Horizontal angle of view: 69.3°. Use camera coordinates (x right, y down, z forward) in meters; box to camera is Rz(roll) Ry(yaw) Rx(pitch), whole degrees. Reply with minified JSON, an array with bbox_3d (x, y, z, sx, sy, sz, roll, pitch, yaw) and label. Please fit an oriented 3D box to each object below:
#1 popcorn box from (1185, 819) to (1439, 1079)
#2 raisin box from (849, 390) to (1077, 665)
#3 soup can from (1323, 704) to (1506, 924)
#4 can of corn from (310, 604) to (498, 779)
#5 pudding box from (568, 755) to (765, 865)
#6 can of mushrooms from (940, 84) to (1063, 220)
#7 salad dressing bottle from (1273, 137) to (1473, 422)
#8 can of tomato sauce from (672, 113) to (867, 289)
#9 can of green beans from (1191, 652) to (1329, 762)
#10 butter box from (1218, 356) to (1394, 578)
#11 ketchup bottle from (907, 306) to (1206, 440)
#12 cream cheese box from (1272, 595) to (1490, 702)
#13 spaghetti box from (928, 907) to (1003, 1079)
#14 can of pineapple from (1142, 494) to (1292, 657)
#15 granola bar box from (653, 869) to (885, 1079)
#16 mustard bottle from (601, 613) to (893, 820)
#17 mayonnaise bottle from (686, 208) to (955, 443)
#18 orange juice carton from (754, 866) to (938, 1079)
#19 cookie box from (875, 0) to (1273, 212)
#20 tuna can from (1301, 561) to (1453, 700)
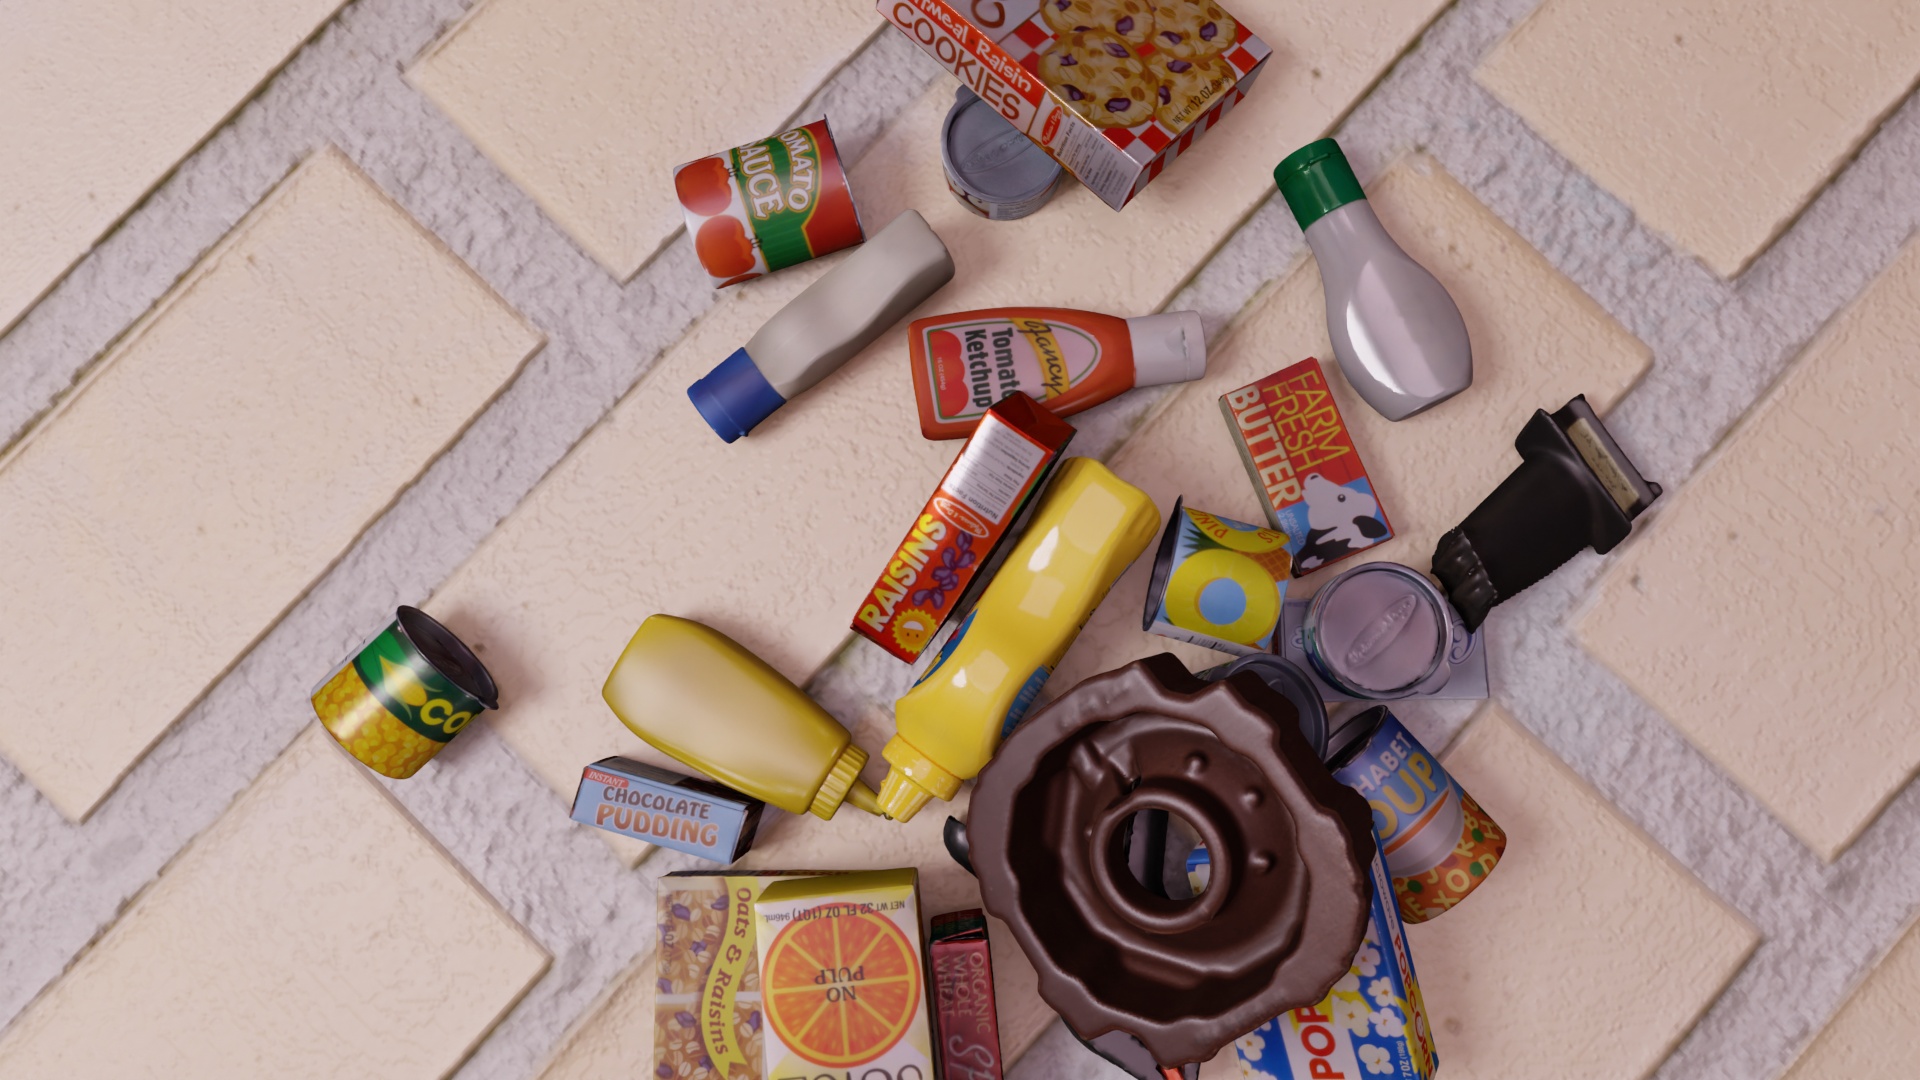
[{"bbox_3d":[0.164,0.198,0.650,0.085,0.038,0.126,-13,95,30],"label":"popcorn box"},{"bbox_3d":[0.002,-0.008,0.665,0.040,0.086,0.123,34,106,2],"label":"raisin box"},{"bbox_3d":[0.210,0.132,0.670,0.071,0.071,0.084,-43,85,-4],"label":"soup can"},{"bbox_3d":[-0.273,0.077,0.686,0.058,0.071,0.071,-43,85,-3],"label":"can of corn"},{"bbox_3d":[-0.143,0.132,0.686,0.084,0.049,0.030,15,86,3],"label":"pudding box"},{"bbox_3d":[0.022,-0.207,0.733,0.071,0.033,0.071,0,84,1],"label":"can of mushrooms"},{"bbox_3d":[0.210,-0.135,0.717,0.064,0.044,0.148,-24,82,0],"label":"salad dressing bottle"},{"bbox_3d":[-0.098,-0.173,0.712,0.083,0.071,0.071,-18,83,-1],"label":"can of tomato sauce"},{"bbox_3d":[0.134,0.092,0.672,0.071,0.057,0.071,7,72,-22],"label":"can of green beans"},{"bbox_3d":[0.177,-0.038,0.714,0.053,0.024,0.103,-22,83,-1],"label":"butter box"},{"bbox_3d":[0.049,-0.091,0.714,0.149,0.043,0.064,-8,87,-1],"label":"ketchup bottle"},{"bbox_3d":[0.211,0.055,0.703,0.104,0.024,0.053,-1,84,1],"label":"cream cheese box"},{"bbox_3d":[0.012,0.303,0.655,0.029,0.050,0.250,-6,87,0],"label":"spaghetti box"},{"bbox_3d":[0.127,0.019,0.687,0.058,0.071,0.071,15,84,2],"label":"can of pineapple"},{"bbox_3d":[-0.085,0.246,0.677,0.124,0.039,0.165,0,83,0],"label":"granola bar box"},{"bbox_3d":[-0.097,0.098,0.690,0.160,0.049,0.065,32,84,4],"label":"mustard bottle"},{"bbox_3d":[-0.071,-0.108,0.710,0.148,0.065,0.041,-38,88,0],"label":"mayonnaise bottle"},{"bbox_3d":[-0.045,0.249,0.619,0.072,0.073,0.193,-6,84,-2],"label":"orange juice carton"},{"bbox_3d":[0.059,-0.264,0.714,0.167,0.040,0.123,42,62,5],"label":"cookie box"},{"bbox_3d":[0.203,0.046,0.674,0.071,0.033,0.071,0,82,1],"label":"tuna can"}]
